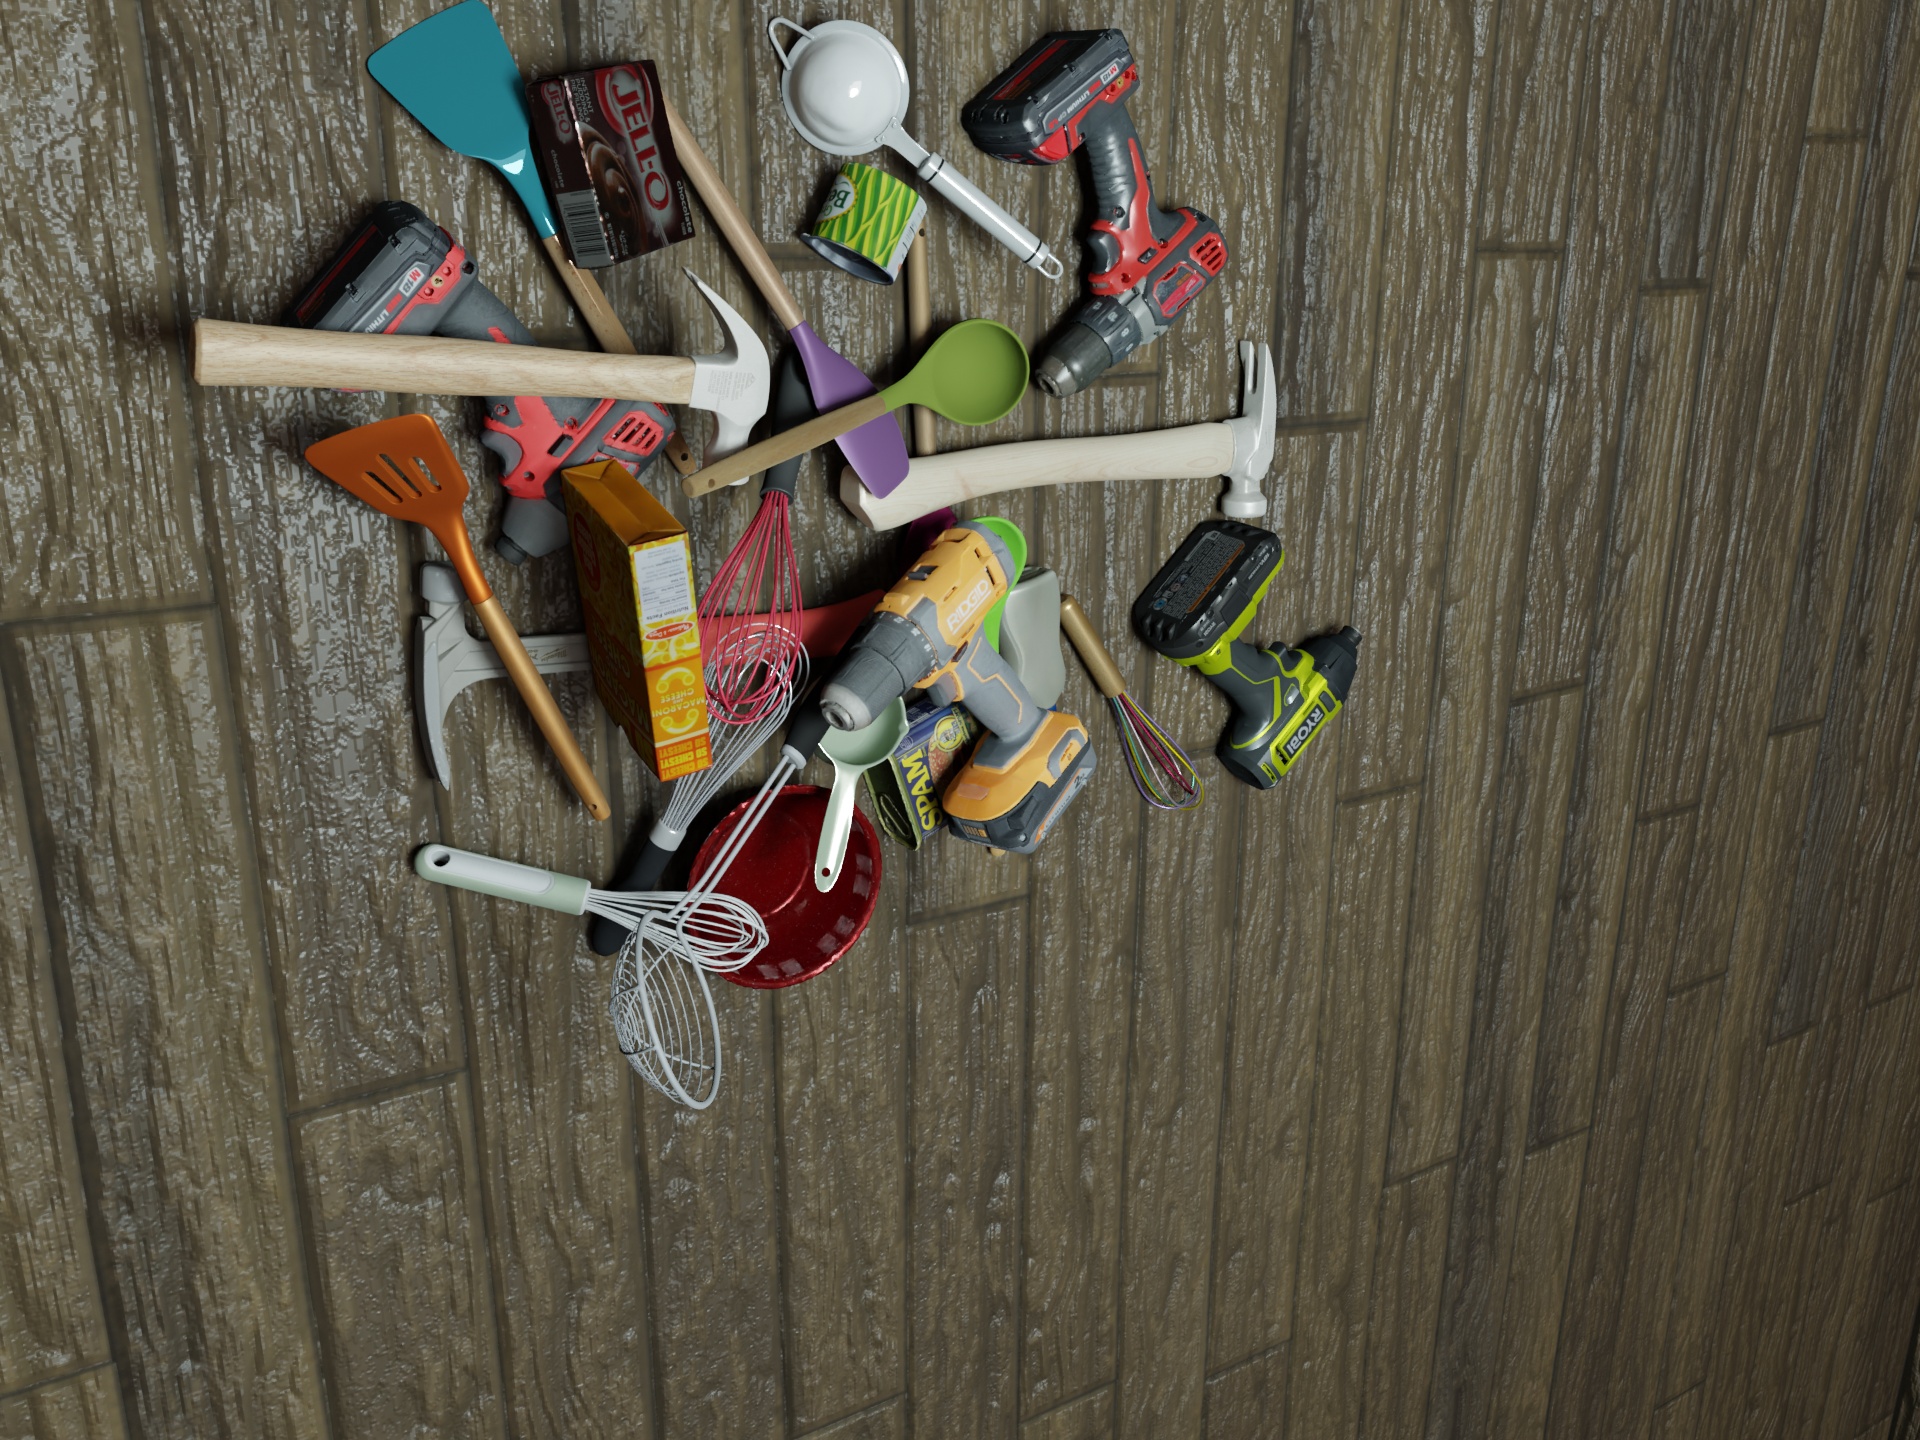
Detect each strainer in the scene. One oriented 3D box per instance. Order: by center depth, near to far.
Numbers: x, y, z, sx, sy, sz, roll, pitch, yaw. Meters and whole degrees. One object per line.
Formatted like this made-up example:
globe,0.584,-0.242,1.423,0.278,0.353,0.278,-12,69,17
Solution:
strainer,-0.026,-0.384,1.085,0.258,0.050,0.087,33,120,-23

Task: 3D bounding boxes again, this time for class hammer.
hammer,-0.265,-0.206,0.925,0.331,0.031,0.130,-3,121,-32
hammer,-0.198,-0.044,1.122,0.359,0.037,0.149,-6,109,-31
hammer,0.090,-0.212,1.242,0.410,0.038,0.146,-12,111,-33

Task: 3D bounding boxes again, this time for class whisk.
whisk,-0.127,-0.133,1.064,0.073,0.073,0.296,27,60,-36
whisk,-0.251,0.124,1.095,0.246,0.059,0.058,16,56,-13
whisk,-0.191,0.054,1.121,0.070,0.070,0.284,19,110,-36
whisk,0.145,-0.012,1.354,0.051,0.047,0.244,-42,120,-14

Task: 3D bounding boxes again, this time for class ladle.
ladle,-0.062,-0.203,1.067,0.320,0.062,0.078,-35,131,-45

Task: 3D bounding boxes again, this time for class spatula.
spatula,-0.293,-0.053,1.002,0.081,0.041,0.322,-15,125,8
spatula,-0.251,-0.291,1.018,0.082,0.044,0.317,-40,127,-18
spatula,-0.124,-0.291,1.073,0.060,0.018,0.315,-51,118,-36

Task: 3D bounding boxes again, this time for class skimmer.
skimmer,-0.120,0.081,1.065,0.363,0.090,0.127,-59,148,-24

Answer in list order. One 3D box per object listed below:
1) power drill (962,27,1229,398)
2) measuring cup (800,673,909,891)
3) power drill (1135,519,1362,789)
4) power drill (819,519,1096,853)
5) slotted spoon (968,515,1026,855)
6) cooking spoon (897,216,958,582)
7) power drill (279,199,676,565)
power drill,0.092,-0.371,1.185,0.188,0.080,0.226,-45,127,-13
measuring cup,-0.090,0.042,1.164,0.083,0.038,0.168,14,82,-25
power drill,0.263,-0.065,1.395,0.171,0.080,0.223,-50,129,-9
power drill,-0.002,-0.004,1.150,0.185,0.084,0.226,-50,130,-30
slotted spoon,0.022,-0.022,1.254,0.070,0.031,0.313,-11,122,-12
cooking spoon,-0.026,-0.214,1.191,0.068,0.017,0.318,-15,113,-32
power drill,-0.296,-0.198,0.981,0.143,0.079,0.219,-48,130,3
